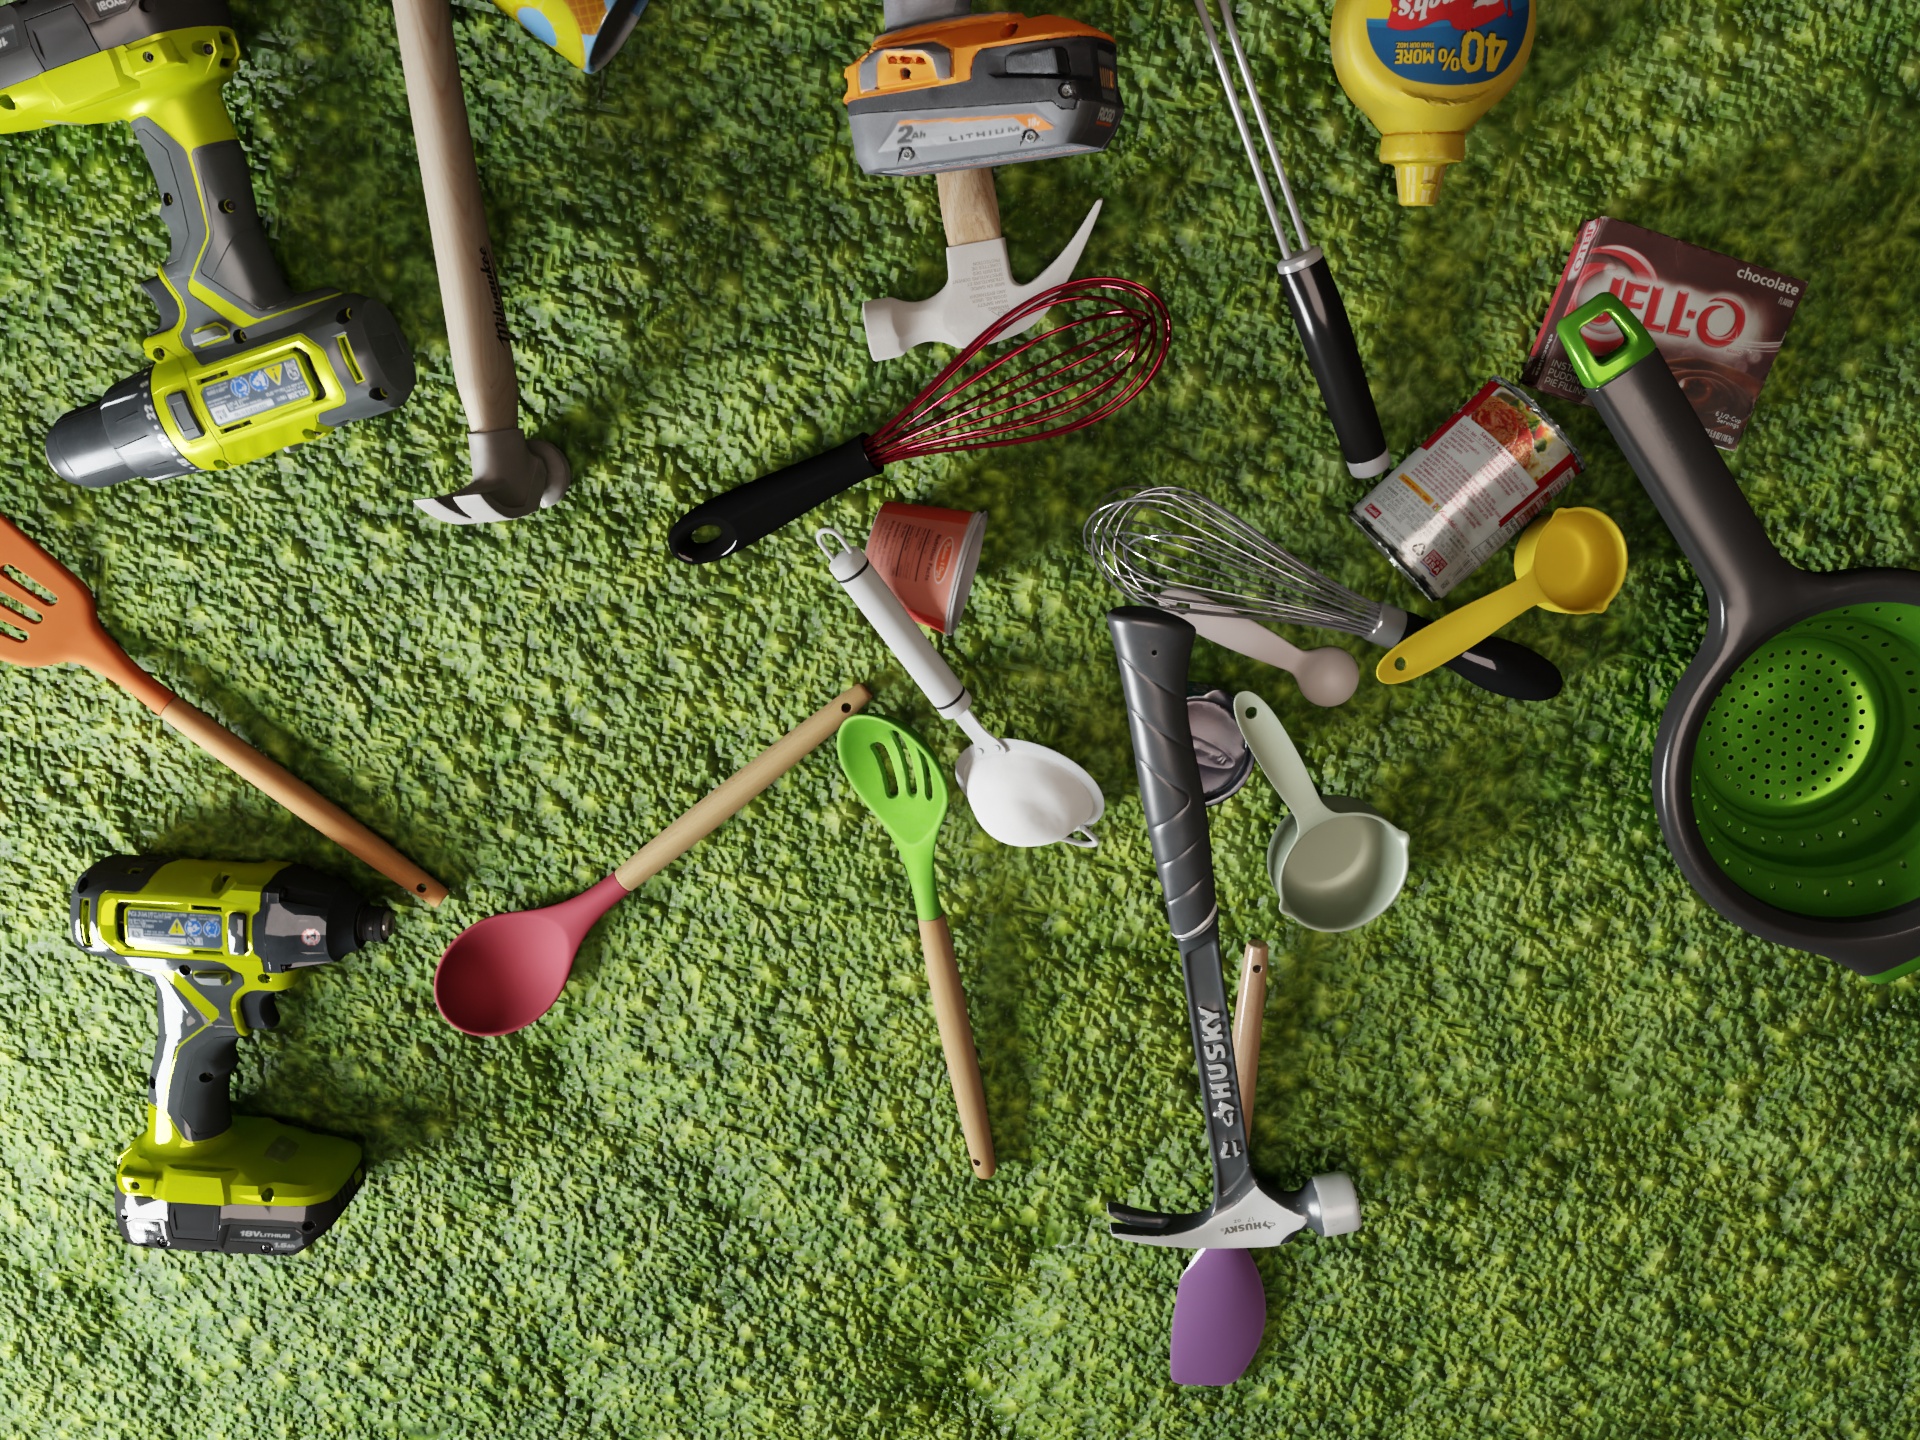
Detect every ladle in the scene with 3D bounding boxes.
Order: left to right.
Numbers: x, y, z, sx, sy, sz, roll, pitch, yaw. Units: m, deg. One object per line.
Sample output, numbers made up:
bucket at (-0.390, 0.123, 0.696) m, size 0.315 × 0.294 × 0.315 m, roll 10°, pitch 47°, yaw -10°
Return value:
ladle at (-0.176, 0.077, 0.917) m, size 0.315 × 0.031 × 0.069 m, roll -37°, pitch 106°, yaw 9°

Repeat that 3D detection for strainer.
strainer at (-0.001, -0.003, 0.850) m, size 0.087 × 0.050 × 0.258 m, roll -13°, pitch 125°, yaw 39°

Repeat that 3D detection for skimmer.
skimmer at (0.148, -0.295, 0.799) m, size 0.127 × 0.090 × 0.363 m, roll -21°, pitch 116°, yaw 13°

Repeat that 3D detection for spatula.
spatula at (-0.425, 0.008, 0.890) m, size 0.322 × 0.041 × 0.081 m, roll 38°, pitch 89°, yaw -12°
spatula at (0.169, 0.280, 0.979) m, size 0.060 × 0.018 × 0.315 m, roll 1°, pitch 108°, yaw -3°

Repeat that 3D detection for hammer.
hammer at (-0.251, -0.299, 0.754) m, size 0.038 × 0.146 × 0.410 m, roll -6°, pitch 102°, yaw 3°
hammer at (-0.009, -0.353, 0.782) m, size 0.130 × 0.031 × 0.331 m, roll -9°, pitch 106°, yaw 4°
hammer at (0.129, 0.129, 0.895) m, size 0.149 × 0.036 × 0.408 m, roll -11°, pitch 110°, yaw 3°

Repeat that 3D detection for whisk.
whisk at (-0.029, -0.145, 0.818) m, size 0.296 × 0.073 × 0.073 m, roll -22°, pitch 106°, yaw 20°
whisk at (0.200, -0.062, 0.857) m, size 0.284 × 0.070 × 0.070 m, roll 18°, pitch 106°, yaw -10°

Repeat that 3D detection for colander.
colander at (0.416, -0.051, 0.839) m, size 0.204 × 0.094 × 0.397 m, roll -34°, pitch 101°, yaw 10°

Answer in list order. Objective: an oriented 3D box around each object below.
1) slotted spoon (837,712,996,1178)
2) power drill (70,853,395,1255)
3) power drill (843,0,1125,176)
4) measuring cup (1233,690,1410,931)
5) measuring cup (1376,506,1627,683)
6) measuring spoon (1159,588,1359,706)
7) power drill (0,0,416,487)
slotted spoon at (-0.014, 0.136, 0.931) m, size 0.070 × 0.031 × 0.313 m, roll 3°, pitch 114°, yaw 35°
power drill at (-0.417, 0.192, 0.929) m, size 0.171 × 0.080 × 0.223 m, roll 4°, pitch 104°, yaw -1°
power drill at (0.016, -0.368, 0.702) m, size 0.164 × 0.084 × 0.226 m, roll 0°, pitch 106°, yaw 21°
measuring cup at (0.188, 0.044, 0.885) m, size 0.083 × 0.038 × 0.167 m, roll -32°, pitch 113°, yaw 4°
measuring cup at (0.283, -0.062, 0.850) m, size 0.156 × 0.029 × 0.062 m, roll -29°, pitch 100°, yaw -7°
measuring spoon at (0.166, -0.041, 0.881) m, size 0.124 × 0.018 × 0.034 m, roll 25°, pitch 106°, yaw -6°
power drill at (-0.406, -0.236, 0.798) m, size 0.190 × 0.080 × 0.228 m, roll -16°, pitch 109°, yaw 6°
